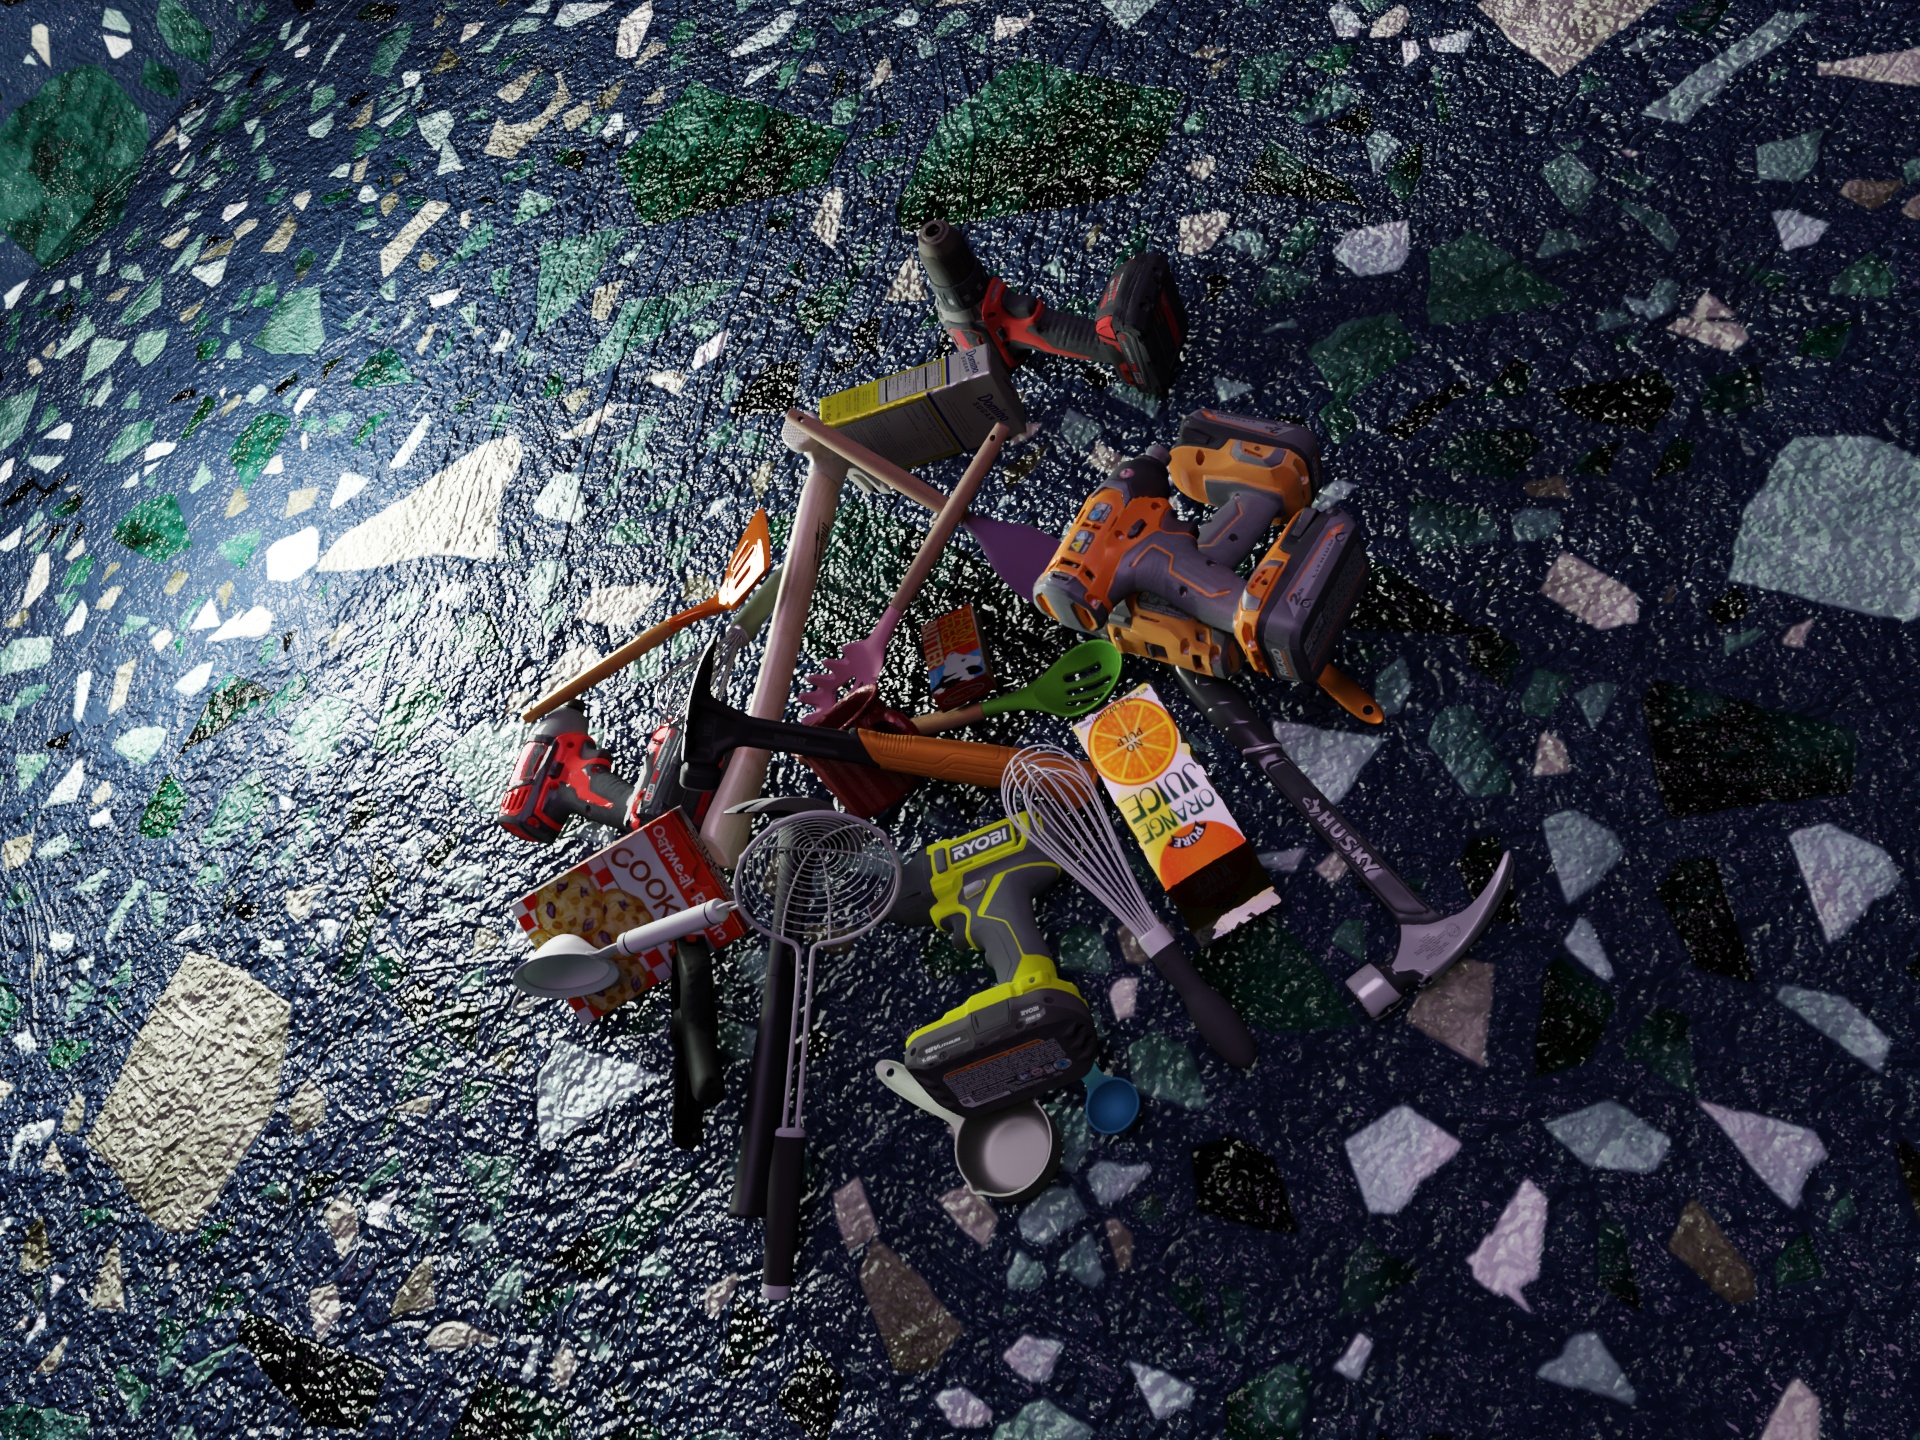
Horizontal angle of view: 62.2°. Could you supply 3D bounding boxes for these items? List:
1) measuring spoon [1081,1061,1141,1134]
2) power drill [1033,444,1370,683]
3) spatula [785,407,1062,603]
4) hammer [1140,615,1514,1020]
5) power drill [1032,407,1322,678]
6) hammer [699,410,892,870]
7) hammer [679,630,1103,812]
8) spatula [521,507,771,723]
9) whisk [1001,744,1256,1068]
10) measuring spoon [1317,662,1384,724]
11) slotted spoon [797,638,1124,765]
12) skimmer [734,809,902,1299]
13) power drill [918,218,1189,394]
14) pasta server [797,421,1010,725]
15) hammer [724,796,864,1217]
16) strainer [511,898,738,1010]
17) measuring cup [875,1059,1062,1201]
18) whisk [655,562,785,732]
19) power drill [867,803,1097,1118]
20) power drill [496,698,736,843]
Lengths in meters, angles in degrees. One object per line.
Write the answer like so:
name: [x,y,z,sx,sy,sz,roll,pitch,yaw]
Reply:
measuring spoon: [0.095,0.258,1.183,0.042,0.021,0.129,-40,44,2]
power drill: [0.185,-0.127,1.198,0.227,0.084,0.164,19,69,33]
spatula: [-0.019,-0.188,1.393,0.316,0.018,0.060,32,88,5]
hammer: [0.247,0.032,1.219,0.149,0.036,0.409,-37,53,2]
power drill: [0.179,-0.148,1.306,0.185,0.084,0.226,17,64,28]
hammer: [-0.156,-0.064,1.444,0.038,0.146,0.411,7,76,30]
hammer: [-0.050,0.018,1.266,0.337,0.034,0.127,9,109,-4]
spatula: [-0.289,-0.081,1.461,0.322,0.041,0.081,-30,47,20]
whisk: [0.123,0.137,1.169,0.070,0.070,0.285,-37,75,3]
measuring spoon: [0.290,-0.035,1.249,0.021,0.011,0.117,-42,53,0]
slotted spoon: [-0.002,-0.004,1.369,0.314,0.031,0.070,-15,53,21]
skimmer: [-0.118,0.250,1.191,0.127,0.090,0.363,6,81,-14]
power drill: [0.077,-0.379,1.444,0.227,0.187,0.080,11,69,26]
pasta server: [-0.045,-0.120,1.385,0.060,0.040,0.316,38,108,20]
hammer: [-0.148,0.221,1.263,0.035,0.146,0.335,-6,69,32]
strainer: [-0.273,0.181,1.286,0.258,0.086,0.050,-22,57,30]
measuring cup: [0.004,0.299,1.189,0.168,0.038,0.083,23,75,36]
whisk: [-0.206,-0.071,1.447,0.058,0.059,0.246,-34,17,42]
power drill: [0.014,0.179,1.209,0.171,0.080,0.223,-23,40,12]
power drill: [-0.321,0.048,1.470,0.220,0.078,0.143,2,64,31]
